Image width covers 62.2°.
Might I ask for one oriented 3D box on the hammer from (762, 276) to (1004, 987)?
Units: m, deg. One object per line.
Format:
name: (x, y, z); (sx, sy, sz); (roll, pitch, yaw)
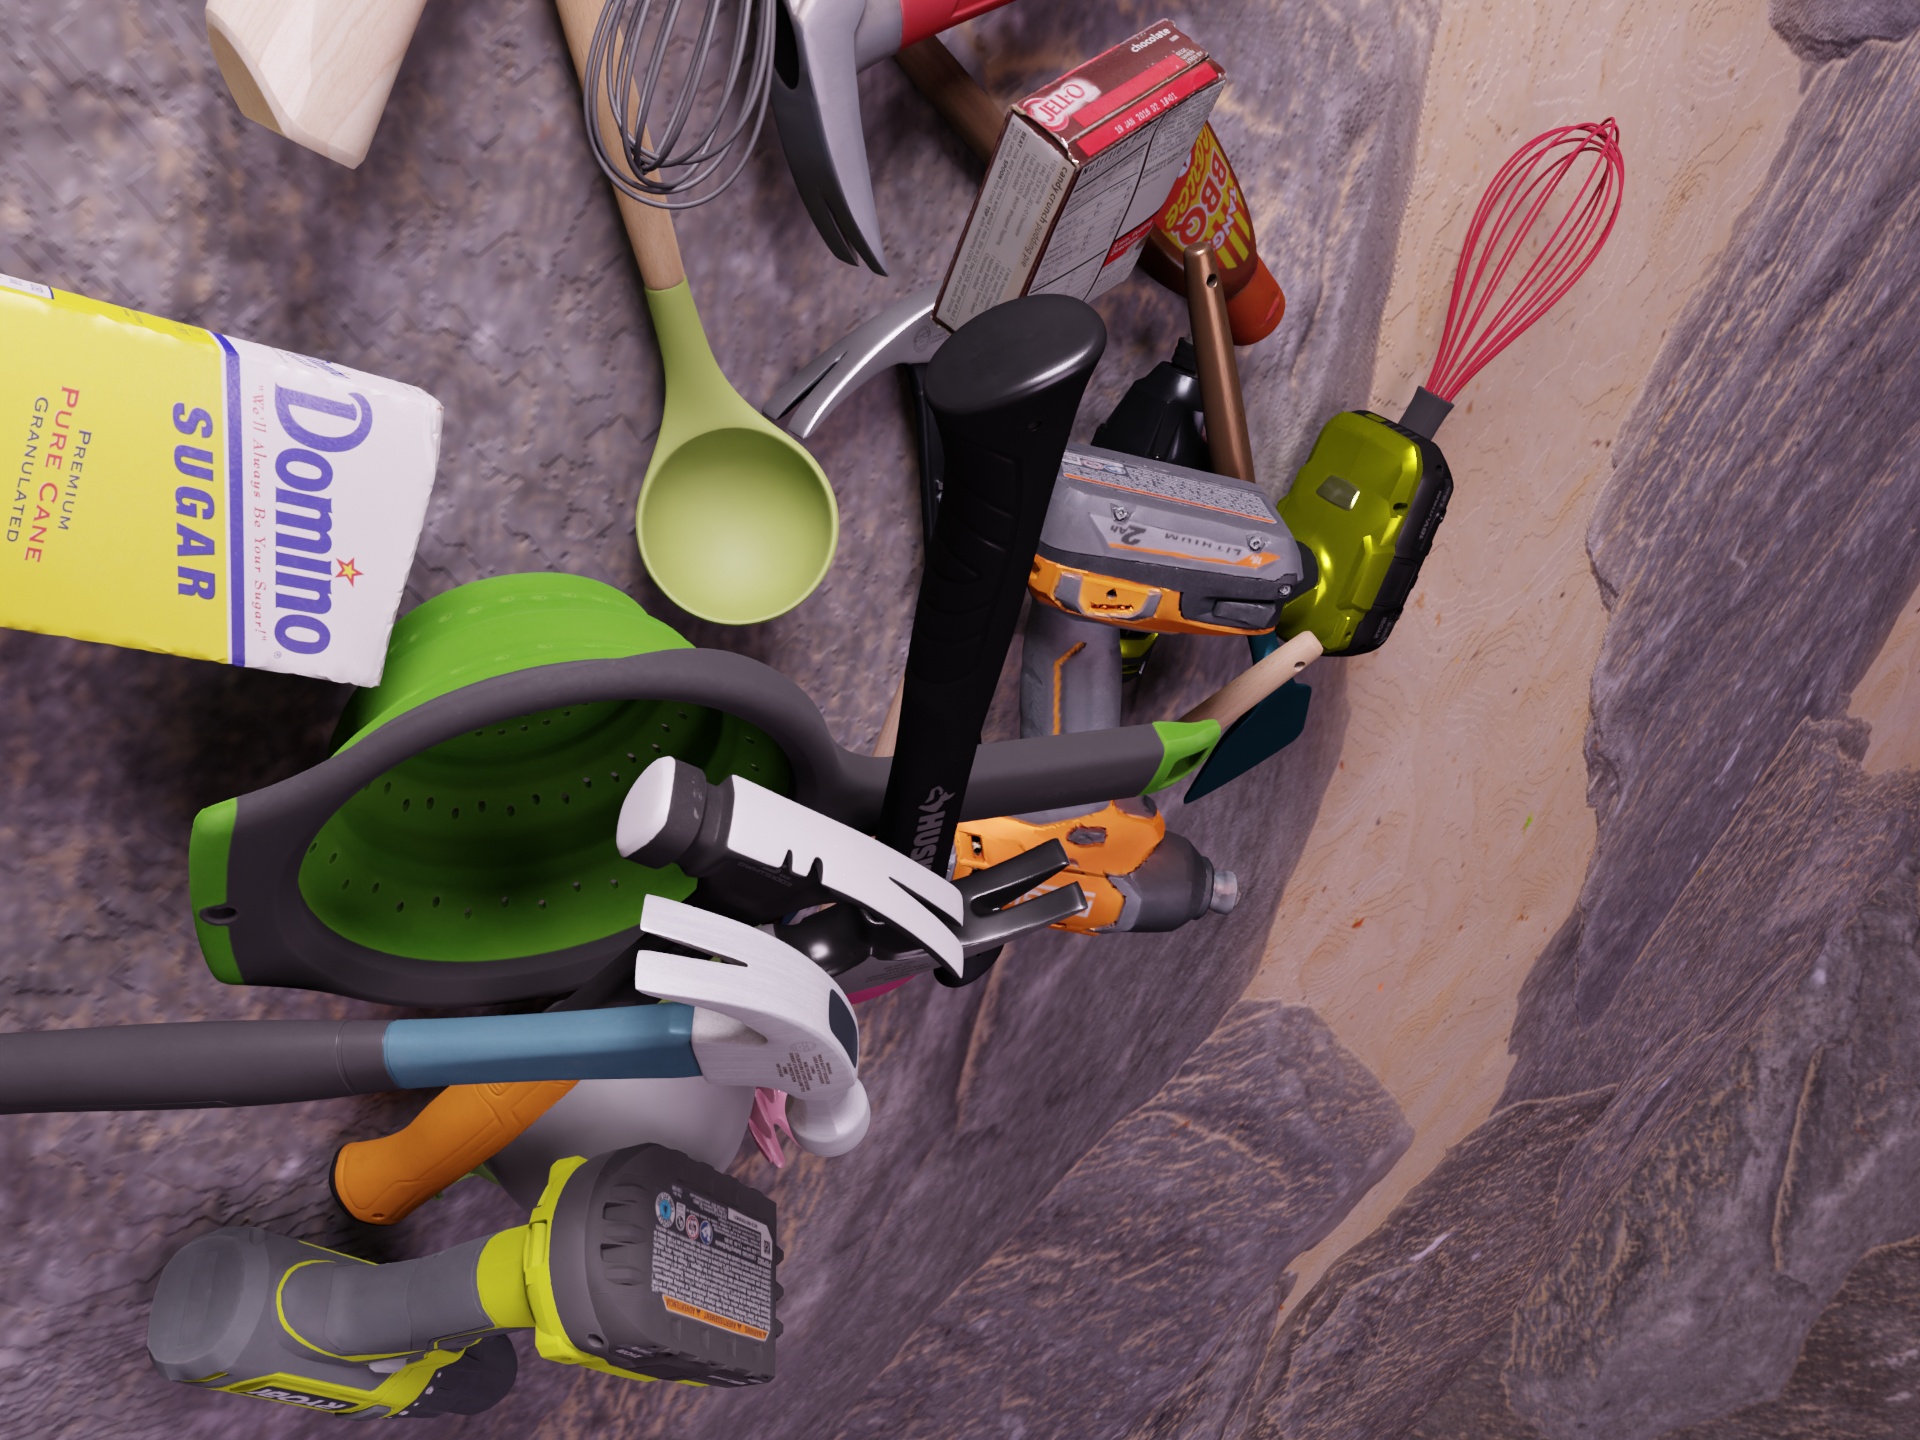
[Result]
hammer: (-0.007, -0.016, 0.771); (0.149, 0.036, 0.408); (-27, 135, -27)

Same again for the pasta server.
pasta server: (-0.055, 0.097, 0.781); (0.060, 0.040, 0.316); (-24, 142, -50)

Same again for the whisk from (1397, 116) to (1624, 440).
whisk: (0.279, -0.201, 0.898); (0.073, 0.073, 0.295); (6, 120, -47)

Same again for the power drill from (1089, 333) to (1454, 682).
power drill: (0.151, -0.106, 0.828); (0.223, 0.080, 0.171); (-2, 121, -40)

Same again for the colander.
colander: (-0.081, 0.005, 0.612); (0.397, 0.095, 0.204); (-7, 145, -27)

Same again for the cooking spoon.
cooking spoon: (0.049, 0.055, 0.805); (0.319, 0.017, 0.068); (-38, 134, 15)

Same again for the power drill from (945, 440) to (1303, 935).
power drill: (0.076, 0.000, 0.728); (0.164, 0.084, 0.226); (11, 117, -10)

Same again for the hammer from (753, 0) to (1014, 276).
hammer: (0.086, -0.310, 0.618); (0.386, 0.038, 0.143); (-34, 135, -26)

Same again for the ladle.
ladle: (-0.105, -0.170, 0.541); (0.078, 0.062, 0.319); (-18, 130, -8)

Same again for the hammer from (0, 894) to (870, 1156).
hammer: (-0.200, 0.113, 0.529); (0.331, 0.033, 0.128); (-3, 140, 1)

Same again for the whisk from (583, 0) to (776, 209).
whisk: (-0.057, -0.267, 0.459); (0.055, 0.055, 0.239); (1, 117, -45)

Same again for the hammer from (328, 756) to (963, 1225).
hammer: (-0.146, 0.126, 0.604); (0.127, 0.034, 0.337); (27, 132, -30)

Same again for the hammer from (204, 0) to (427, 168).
hammer: (-0.087, -0.341, 0.423); (0.146, 0.038, 0.410); (17, 102, -51)

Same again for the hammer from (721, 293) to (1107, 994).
hammer: (-0.001, -0.002, 0.528); (0.146, 0.035, 0.334); (-12, 147, -18)

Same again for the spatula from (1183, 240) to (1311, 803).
spatula: (0.129, -0.081, 0.764); (0.082, 0.044, 0.317); (-29, 129, -16)

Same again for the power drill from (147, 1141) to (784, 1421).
power drill: (-0.194, 0.255, 0.683); (0.228, 0.080, 0.190); (-17, 145, 19)

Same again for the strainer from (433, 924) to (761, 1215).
strainer: (-0.121, 0.153, 0.711); (0.151, 0.069, 0.256); (10, 126, -42)

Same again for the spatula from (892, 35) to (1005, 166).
spatula: (-0.018, -0.254, 0.592); (0.060, 0.018, 0.315); (-57, 140, 1)
